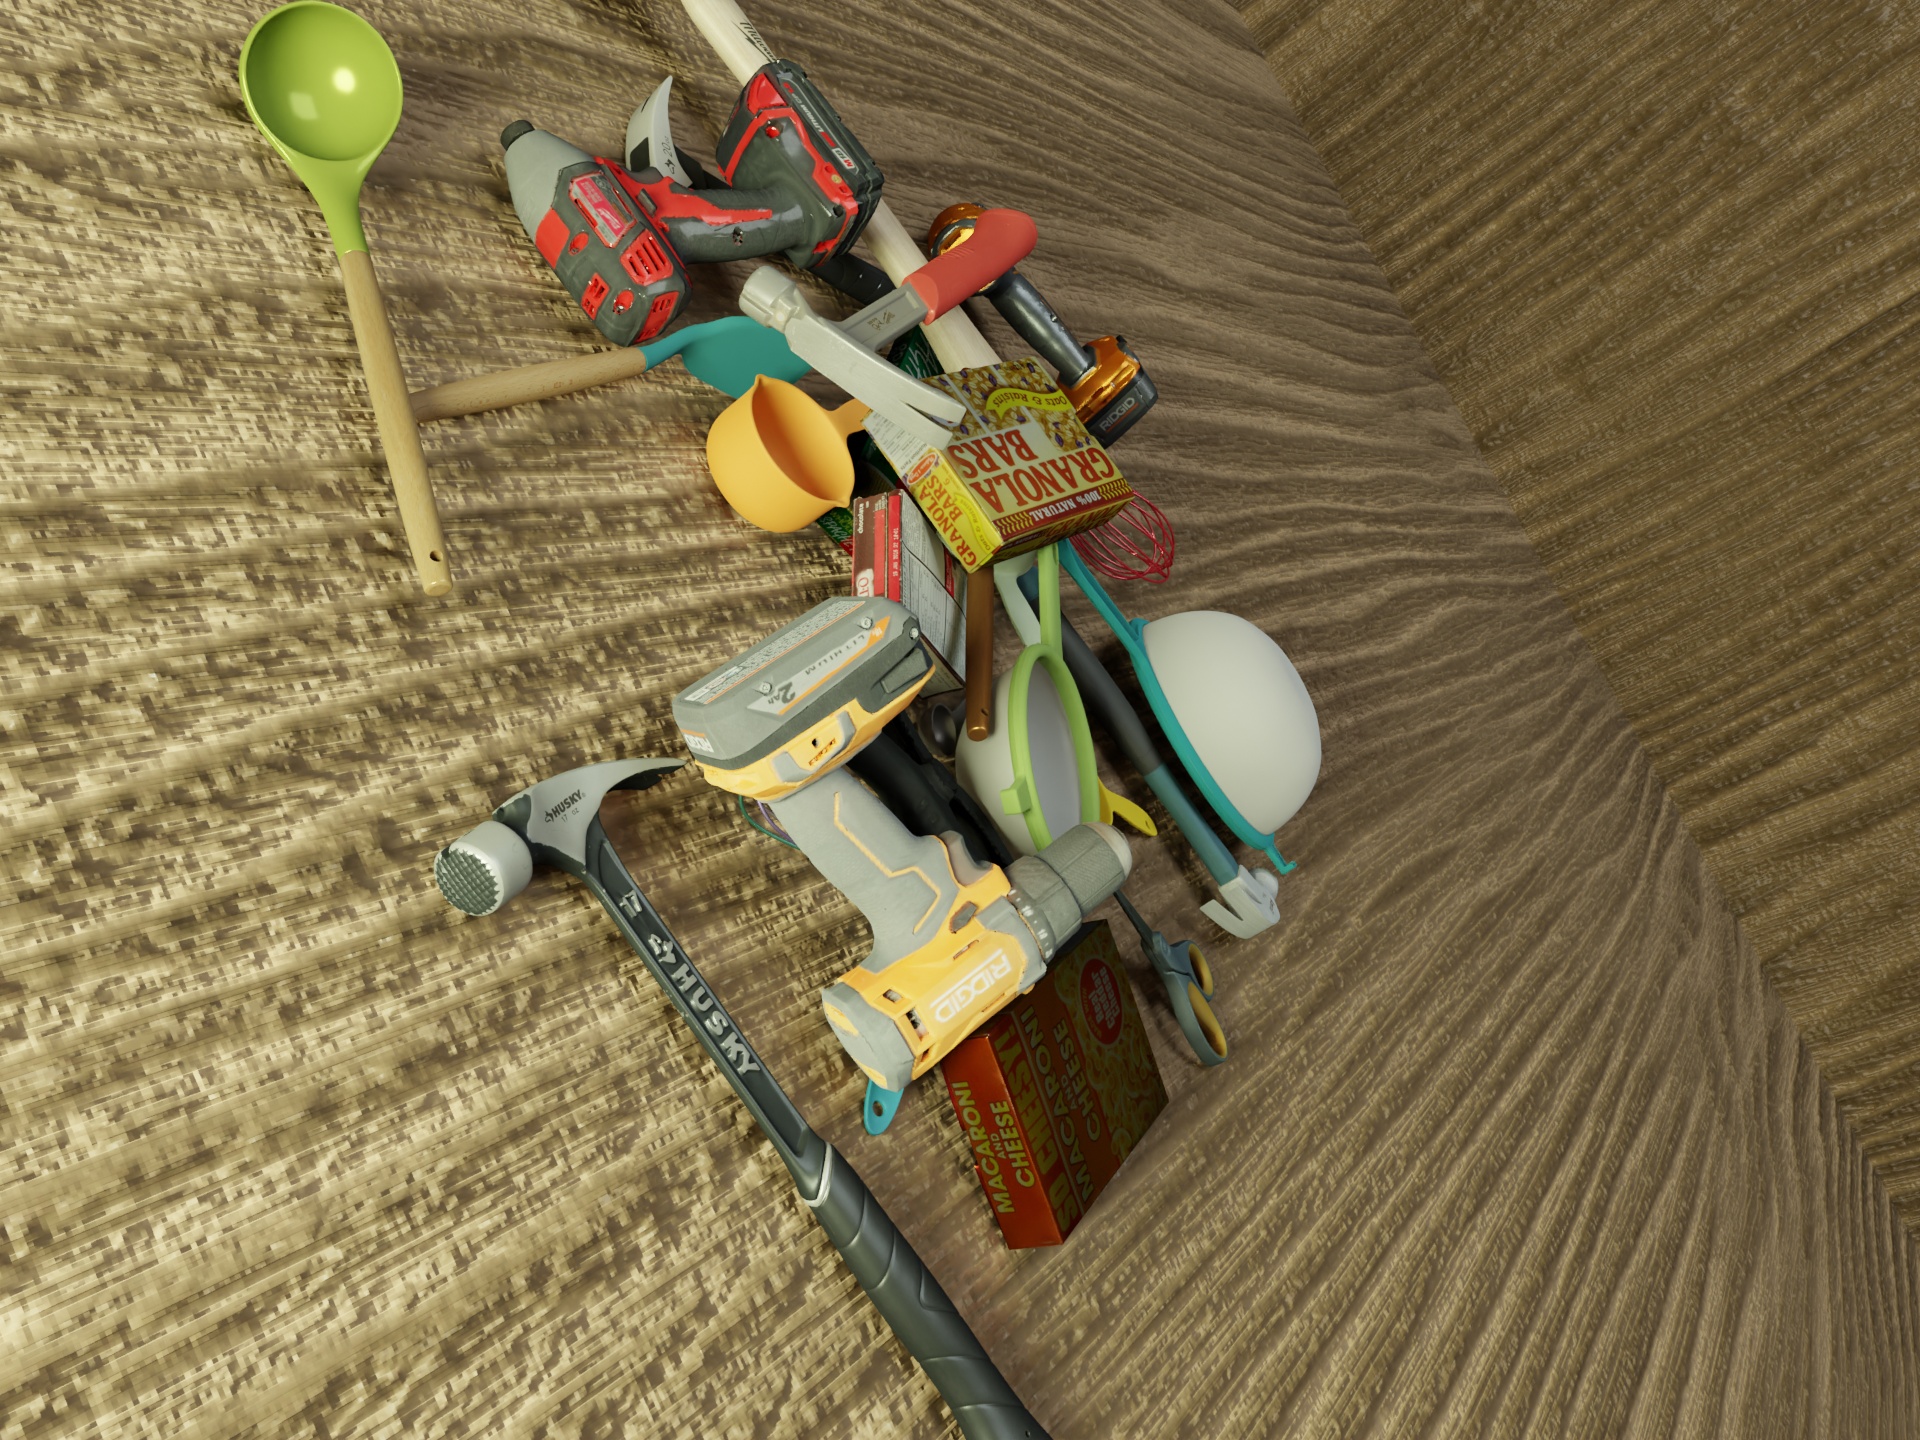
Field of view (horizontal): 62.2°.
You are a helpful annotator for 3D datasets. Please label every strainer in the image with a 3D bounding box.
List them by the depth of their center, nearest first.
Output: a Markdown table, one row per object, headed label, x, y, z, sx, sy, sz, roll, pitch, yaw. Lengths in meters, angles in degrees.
| label | x | y | z | sx | sy | sz | roll | pitch | yaw |
| --- | --- | --- | --- | --- | --- | --- | --- | --- | --- |
| strainer | 0.035 | -0.015 | 1.028 | 0.151 | 0.069 | 0.257 | 51 | 33 | -53 |
| strainer | 0.189 | -0.048 | 1.219 | 0.340 | 0.095 | 0.211 | 47 | 21 | -36 |

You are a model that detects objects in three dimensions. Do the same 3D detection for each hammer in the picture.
| label | x | y | z | sx | sy | sz | roll | pitch | yaw |
| --- | --- | --- | --- | --- | --- | --- | --- | --- | --- |
| hammer | -0.077 | 0.194 | 0.748 | 0.409 | 0.036 | 0.149 | 56 | 30 | -7 |
| hammer | -0.008 | -0.285 | 1.066 | 0.149 | 0.036 | 0.359 | 35 | 34 | 2 |
| hammer | -0.085 | -0.397 | 1.148 | 0.410 | 0.038 | 0.146 | 53 | 37 | -6 |
| hammer | -0.107 | -0.344 | 1.160 | 0.334 | 0.035 | 0.146 | 14 | 54 | -51 |
| hammer | 0.136 | 0.024 | 1.191 | 0.331 | 0.033 | 0.128 | 54 | 19 | -5 |

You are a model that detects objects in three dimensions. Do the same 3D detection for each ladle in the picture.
| label | x | y | z | sx | sy | sz | roll | pitch | yaw |
| --- | --- | --- | --- | --- | --- | --- | --- | --- | --- |
| ladle | -0.281 | -0.206 | 0.757 | 0.078 | 0.062 | 0.320 | -6 | 67 | -35 |

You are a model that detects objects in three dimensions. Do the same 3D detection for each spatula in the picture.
| label | x | y | z | sx | sy | sz | roll | pitch | yaw |
| --- | --- | --- | --- | --- | --- | --- | --- | --- | --- |
| spatula | -0.192 | -0.189 | 0.890 | 0.044 | 0.082 | 0.317 | 58 | 37 | 0 |
| spatula | 0.019 | -0.111 | 1.032 | 0.081 | 0.041 | 0.323 | 30 | 39 | -25 |

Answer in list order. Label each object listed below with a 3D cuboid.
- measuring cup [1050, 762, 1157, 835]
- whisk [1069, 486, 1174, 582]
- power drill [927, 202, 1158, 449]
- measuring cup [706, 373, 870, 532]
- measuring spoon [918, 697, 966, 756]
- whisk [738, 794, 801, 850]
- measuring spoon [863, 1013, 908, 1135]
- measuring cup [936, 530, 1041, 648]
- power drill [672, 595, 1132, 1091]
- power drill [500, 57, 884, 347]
| label | x | y | z | sx | sy | sz | roll | pitch | yaw |
| --- | --- | --- | --- | --- | --- | --- | --- | --- | --- |
| measuring cup | 0.101 | 0.066 | 1.133 | 0.156 | 0.029 | 0.062 | 30 | 38 | -58 |
| whisk | 0.068 | -0.201 | 1.276 | 0.295 | 0.073 | 0.073 | 35 | 38 | -26 |
| power drill | 0.061 | -0.346 | 1.354 | 0.226 | 0.084 | 0.164 | 42 | 17 | -20 |
| measuring cup | -0.099 | -0.174 | 1.013 | 0.095 | 0.052 | 0.174 | 56 | 29 | -7 |
| measuring spoon | -0.002 | -0.003 | 1.048 | 0.124 | 0.018 | 0.034 | -35 | 111 | -66 |
| whisk | -0.035 | 0.091 | 0.890 | 0.244 | 0.051 | 0.047 | 43 | 0 | -34 |
| measuring spoon | -0.036 | 0.166 | 0.854 | 0.042 | 0.021 | 0.129 | 36 | 47 | -22 |
| measuring cup | 0.039 | -0.110 | 1.122 | 0.083 | 0.038 | 0.168 | 3 | 45 | -28 |
| power drill | -0.019 | 0.047 | 0.805 | 0.185 | 0.084 | 0.226 | -35 | 109 | -22 |
| power drill | -0.166 | -0.321 | 0.968 | 0.220 | 0.078 | 0.143 | -35 | 85 | -38 |
